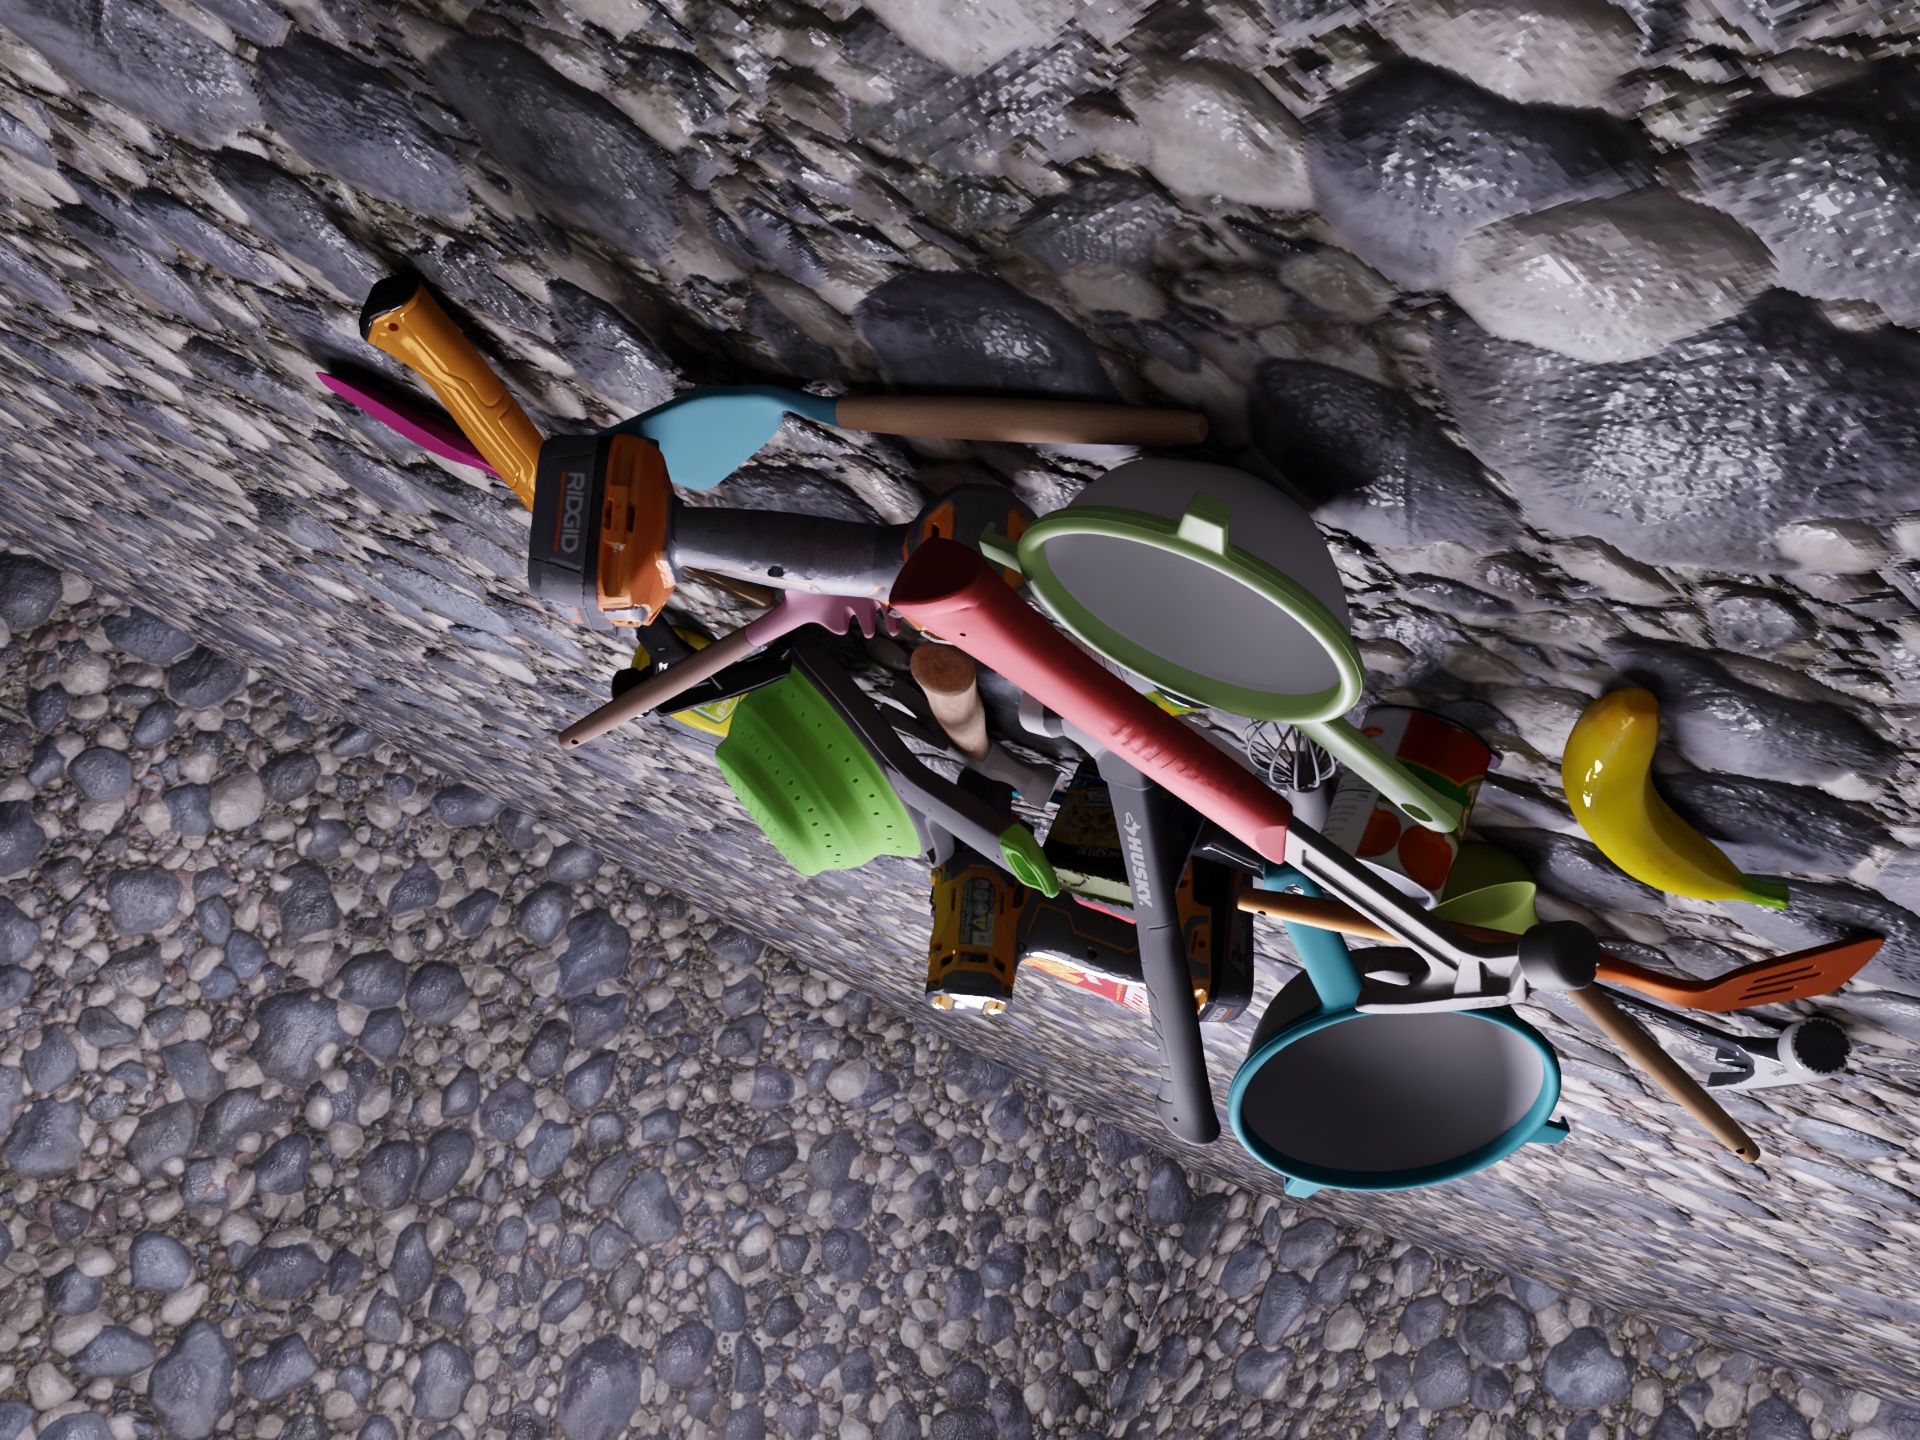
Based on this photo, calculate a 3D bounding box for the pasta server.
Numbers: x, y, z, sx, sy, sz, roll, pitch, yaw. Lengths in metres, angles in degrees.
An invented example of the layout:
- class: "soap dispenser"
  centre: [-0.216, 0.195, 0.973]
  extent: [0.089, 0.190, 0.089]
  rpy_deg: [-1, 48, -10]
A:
- class: "pasta server"
  centre: [-0.145, -0.036, 0.961]
  extent: [0.316, 0.040, 0.060]
  rpy_deg: [-25, 129, 34]

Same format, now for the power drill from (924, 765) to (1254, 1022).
- class: "power drill"
  centre: [0.091, 0.123, 1.140]
  extent: [0.226, 0.185, 0.084]
  rpy_deg: [5, 155, -2]

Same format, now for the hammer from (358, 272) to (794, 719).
- class: "hammer"
  centre: [-0.224, -0.121, 0.927]
  extent: [0.127, 0.034, 0.336]
  rpy_deg: [-14, 137, 18]

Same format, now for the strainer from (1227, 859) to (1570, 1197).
- class: "strainer"
  centre: [0.252, 0.173, 1.018]
  extent: [0.211, 0.095, 0.340]
  rpy_deg: [-18, 128, 18]

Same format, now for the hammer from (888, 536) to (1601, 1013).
- class: "hammer"
  centre: [0.116, 0.035, 0.728]
  extent: [0.359, 0.037, 0.149]
  rpy_deg: [34, 154, -17]

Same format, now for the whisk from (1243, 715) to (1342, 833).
- class: "whisk"
  centre: [0.190, 0.033, 0.881]
  extent: [0.055, 0.055, 0.238]
  rpy_deg: [19, 167, 20]

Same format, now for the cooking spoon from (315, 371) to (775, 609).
- class: "cooking spoon"
  centre: [-0.265, -0.148, 1.024]
  extent: [0.319, 0.017, 0.069]
  rpy_deg: [27, 171, -5]

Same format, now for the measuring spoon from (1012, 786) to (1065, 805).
- class: "measuring spoon"
  centre: [0.054, 0.064, 1.218]
  extent: [0.129, 0.021, 0.042]
  rpy_deg: [11, 159, 38]

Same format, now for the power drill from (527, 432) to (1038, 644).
- class: "power drill"
  centre: [-0.082, -0.077, 0.773]
  extent: [0.226, 0.084, 0.164]
  rpy_deg: [5, 175, -5]

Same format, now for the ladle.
- class: "ladle"
  centre: [0.379, 0.179, 0.945]
  extent: [0.320, 0.062, 0.078]
  rpy_deg: [41, 130, -16]

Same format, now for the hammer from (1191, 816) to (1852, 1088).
- class: "hammer"
  centre: [0.344, 0.149, 1.043]
  extent: [0.409, 0.036, 0.149]
  rpy_deg: [21, 165, 14]

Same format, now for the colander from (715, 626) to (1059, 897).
- class: "colander"
  centre: [-0.066, 0.057, 1.018]
  extent: [0.204, 0.094, 0.397]
  rpy_deg: [59, 165, -26]

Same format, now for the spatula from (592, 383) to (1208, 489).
- class: "spatula"
  centre: [-0.033, -0.125, 0.709]
  extent: [0.318, 0.044, 0.082]
  rpy_deg: [10, 175, 37]

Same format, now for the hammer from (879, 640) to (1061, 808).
- class: "hammer"
  centre: [-0.002, -0.003, 0.984]
  extent: [0.130, 0.031, 0.331]
  rpy_deg: [27, 174, 8]

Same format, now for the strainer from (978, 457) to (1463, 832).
- class: "strainer"
  centre: [0.142, -0.038, 0.677]
  extent: [0.256, 0.069, 0.151]
  rpy_deg: [34, 164, -28]

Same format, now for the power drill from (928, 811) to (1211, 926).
- class: "power drill"
  centre: [0.094, 0.133, 1.252]
  extent: [0.219, 0.079, 0.143]
  rpy_deg: [16, 164, -7]

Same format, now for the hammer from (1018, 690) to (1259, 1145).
- class: "hammer"
  centre: [0.127, 0.133, 0.977]
  extent: [0.146, 0.035, 0.334]
  rpy_deg: [15, 130, 40]

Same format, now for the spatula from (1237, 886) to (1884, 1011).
- class: "spatula"
  centre: [0.313, 0.118, 0.859]
  extent: [0.322, 0.041, 0.081]
  rpy_deg: [9, 152, 14]
